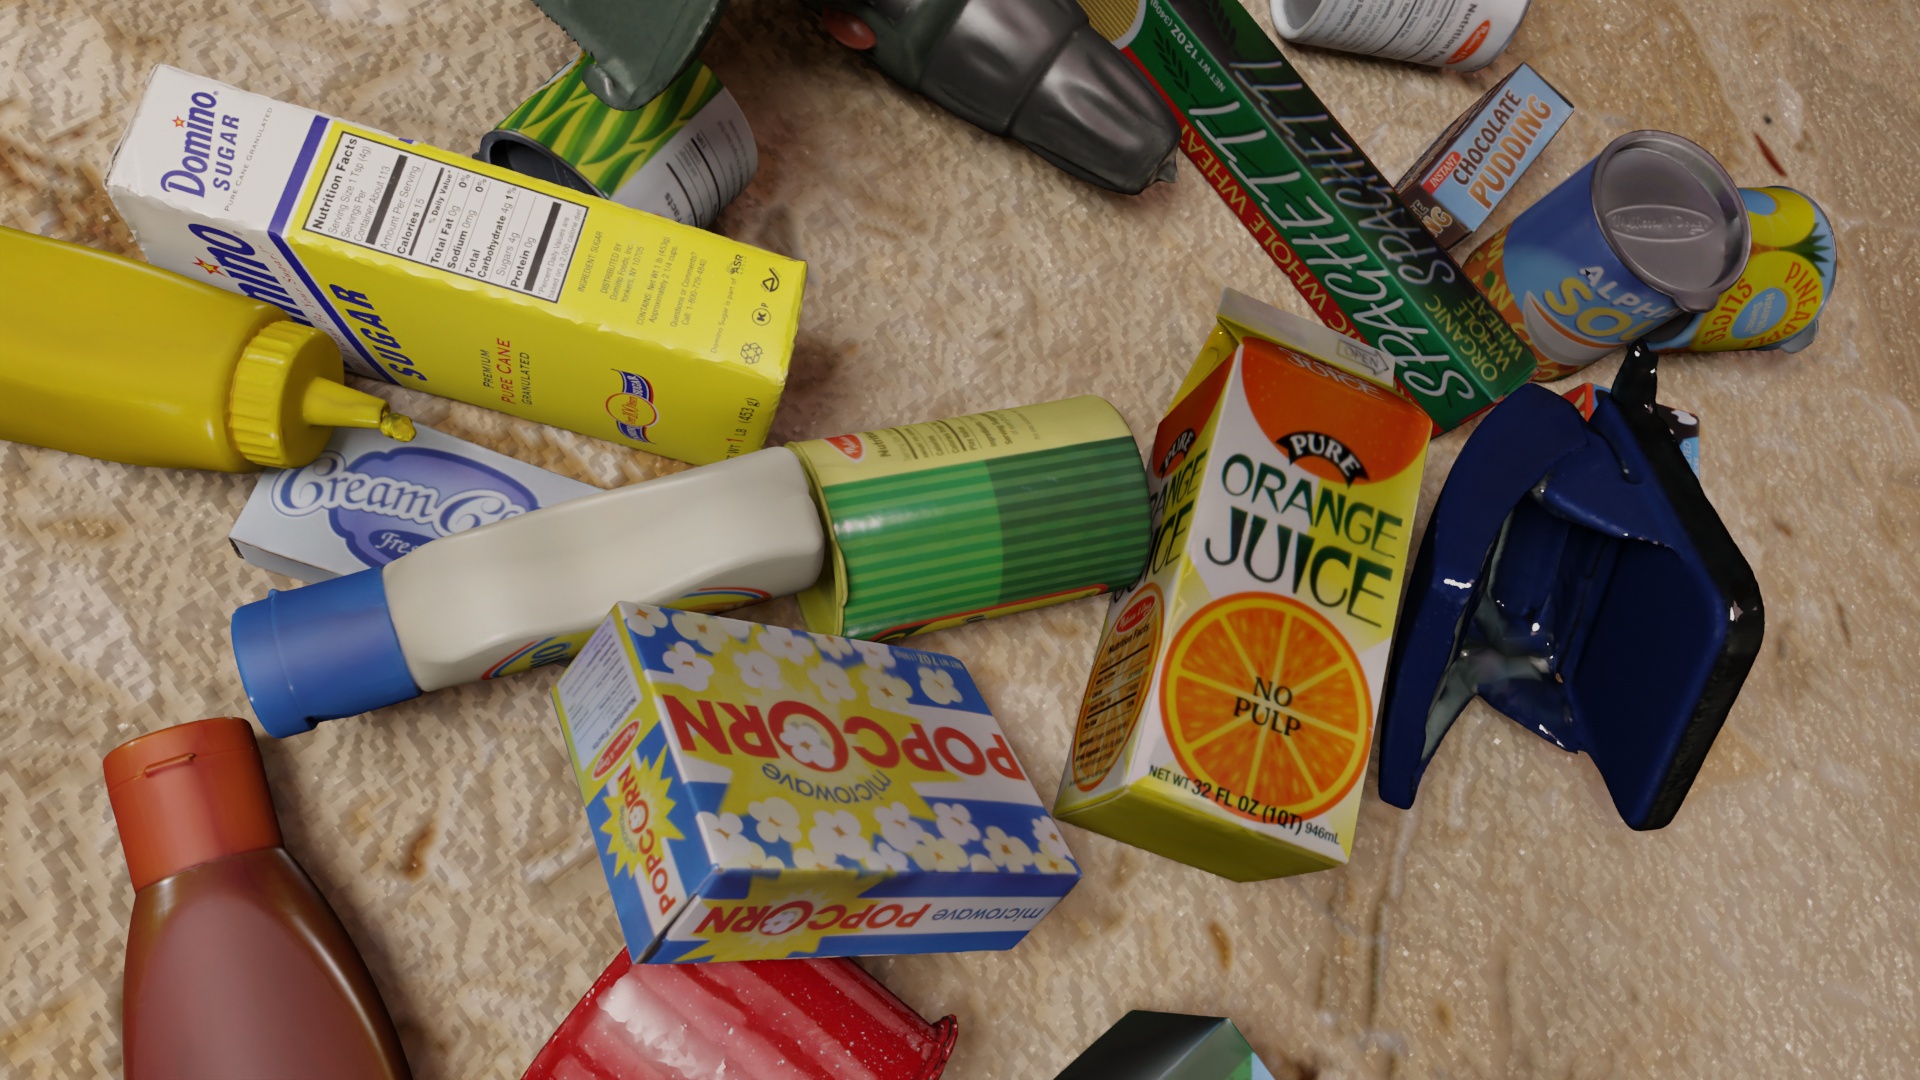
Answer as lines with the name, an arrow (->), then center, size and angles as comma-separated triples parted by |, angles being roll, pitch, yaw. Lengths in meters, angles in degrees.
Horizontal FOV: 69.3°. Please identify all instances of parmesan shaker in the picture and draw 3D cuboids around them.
parmesan shaker -> 0.002, -0.005, 0.437 | 0.103, 0.071, 0.071 | -11, 77, -19

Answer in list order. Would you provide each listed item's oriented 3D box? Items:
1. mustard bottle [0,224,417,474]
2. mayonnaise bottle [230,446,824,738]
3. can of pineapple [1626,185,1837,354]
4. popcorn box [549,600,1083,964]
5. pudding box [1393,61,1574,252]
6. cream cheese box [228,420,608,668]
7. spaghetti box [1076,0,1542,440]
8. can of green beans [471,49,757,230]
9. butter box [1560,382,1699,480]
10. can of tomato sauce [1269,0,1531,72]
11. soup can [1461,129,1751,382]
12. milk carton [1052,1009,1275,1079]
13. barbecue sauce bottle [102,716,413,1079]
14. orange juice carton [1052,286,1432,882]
mustard bottle -> -0.224, -0.048, 0.379 | 0.160, 0.065, 0.049 | 12, 67, -1
mayonnaise bottle -> -0.113, 0.014, 0.378 | 0.148, 0.064, 0.041 | -17, 82, -16
can of pineapple -> 0.300, -0.107, 0.554 | 0.058, 0.070, 0.071 | -4, 75, -16
popcorn box -> -0.036, 0.066, 0.374 | 0.127, 0.038, 0.085 | 14, 35, -43
pudding box -> 0.197, -0.144, 0.546 | 0.030, 0.049, 0.084 | 44, 68, -2
cream cheese box -> -0.155, -0.003, 0.417 | 0.104, 0.024, 0.053 | 20, 68, -10
spaghetti box -> 0.119, -0.145, 0.524 | 0.029, 0.050, 0.250 | -37, 86, -20
can of green beans -> -0.108, -0.121, 0.444 | 0.071, 0.071, 0.058 | 38, 67, -2
butter box -> 0.255, -0.006, 0.534 | 0.053, 0.024, 0.104 | 14, 70, -12
can of tomato sauce -> 0.175, -0.230, 0.557 | 0.083, 0.071, 0.071 | 4, 73, -14
soup can -> 0.241, -0.102, 0.527 | 0.071, 0.083, 0.071 | 4, 73, -14
milk carton -> 0.094, 0.233, 0.389 | 0.074, 0.072, 0.190 | -35, 86, -22
barbecue sauce bottle -> -0.185, 0.121, 0.360 | 0.065, 0.043, 0.148 | -17, 78, -20
orange juice carton -> 0.097, 0.007, 0.459 | 0.072, 0.072, 0.193 | 21, 69, -8
